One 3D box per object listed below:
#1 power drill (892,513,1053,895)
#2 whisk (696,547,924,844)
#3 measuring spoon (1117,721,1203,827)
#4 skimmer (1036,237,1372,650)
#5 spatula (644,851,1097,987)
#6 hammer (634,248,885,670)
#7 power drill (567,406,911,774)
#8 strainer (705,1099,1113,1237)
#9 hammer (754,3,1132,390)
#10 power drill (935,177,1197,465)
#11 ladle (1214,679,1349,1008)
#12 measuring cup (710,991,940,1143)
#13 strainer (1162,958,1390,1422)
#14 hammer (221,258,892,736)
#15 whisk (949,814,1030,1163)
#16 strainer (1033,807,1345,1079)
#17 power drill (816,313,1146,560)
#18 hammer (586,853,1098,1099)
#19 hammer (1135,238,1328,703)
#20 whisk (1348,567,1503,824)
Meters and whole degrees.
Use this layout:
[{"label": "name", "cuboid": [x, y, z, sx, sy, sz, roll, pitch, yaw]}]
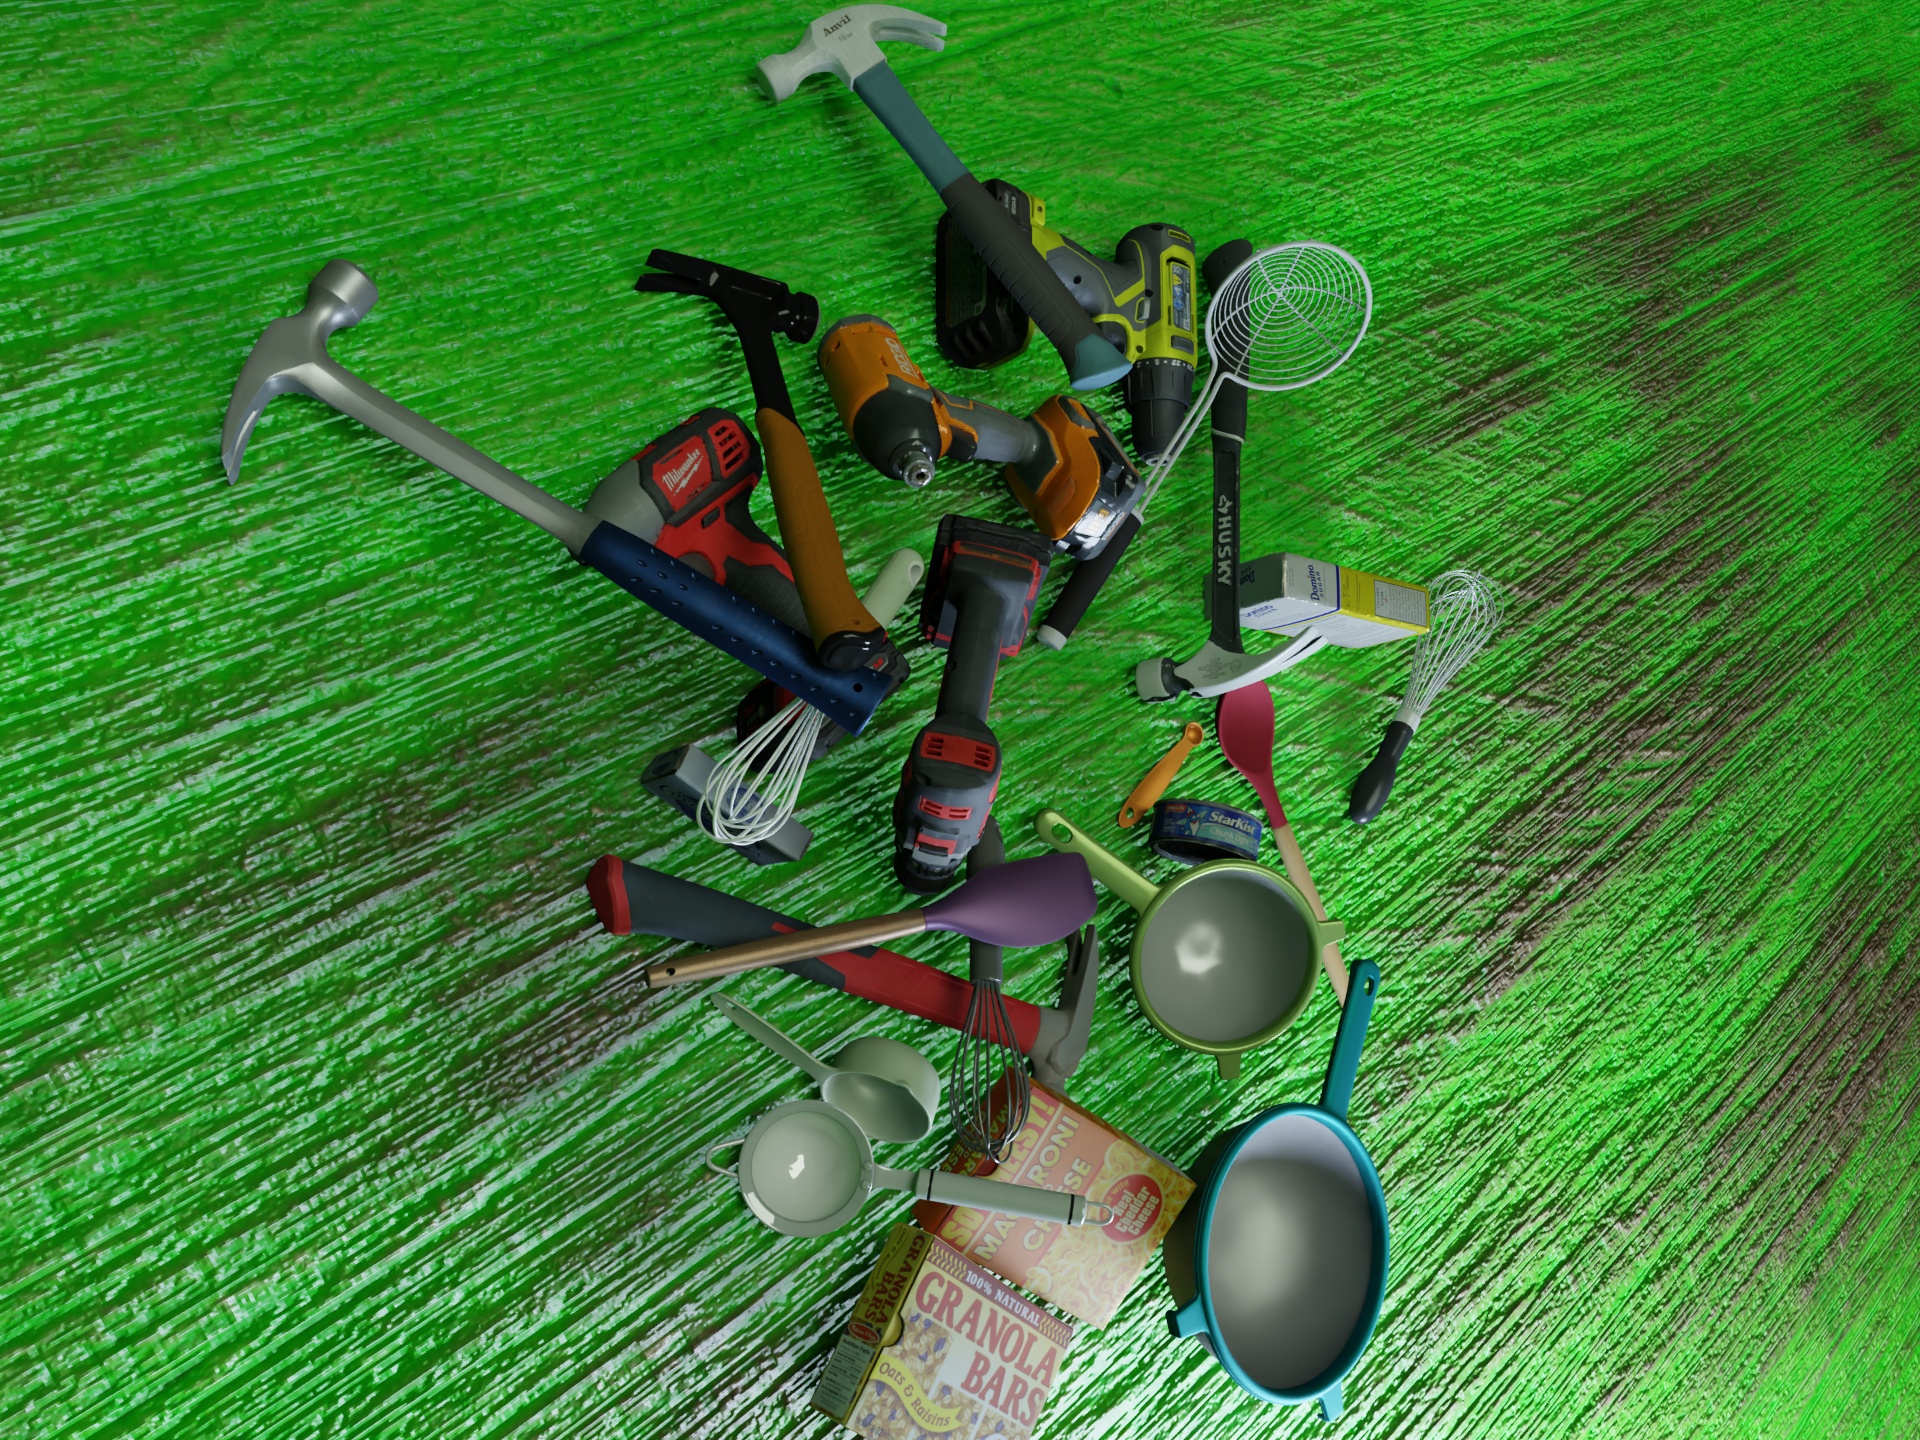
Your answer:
[{"label": "power drill", "cuboid": [-0.002, -0.003, 1.074, 0.080, 0.187, 0.227, 12, 59, -2]}, {"label": "whisk", "cuboid": [-0.086, -0.020, 0.981, 0.246, 0.059, 0.057, -58, 146, -32]}, {"label": "measuring spoon", "cuboid": [0.156, 0.043, 1.257, 0.117, 0.011, 0.021, -48, 110, -27]}, {"label": "skimmer", "cuboid": [0.179, -0.202, 1.203, 0.127, 0.090, 0.363, 39, 80, -35]}, {"label": "spatula", "cuboid": [-0.048, 0.135, 1.023, 0.315, 0.018, 0.060, -8, 75, -26]}, {"label": "hammer", "cuboid": [-0.114, -0.167, 0.986, 0.127, 0.034, 0.337, 8, 47, -34]}, {"label": "power drill", "cuboid": [-0.146, -0.080, 1.025, 0.143, 0.078, 0.219, -43, 104, -32]}, {"label": "strainer", "cuboid": [-0.031, 0.293, 1.009, 0.258, 0.050, 0.087, 9, 89, 2]}, {"label": "hammer", "cuboid": [0.004, -0.365, 1.119, 0.128, 0.033, 0.331, -37, 86, -9]}, {"label": "power drill", "cuboid": [0.094, -0.307, 1.230, 0.228, 0.080, 0.191, 7, 79, -37]}, {"label": "ladle", "cuboid": [0.275, 0.109, 1.318, 0.069, 0.031, 0.315, -28, 100, -32]}, {"label": "measuring cup", "cuboid": [-0.086, 0.212, 1.030, 0.167, 0.083, 0.038, 36, 45, -9]}, {"label": "strainer", "cuboid": [0.243, 0.338, 1.217, 0.210, 0.095, 0.340, 37, 61, -28]}, {"label": "hammer", "cuboid": [-0.226, -0.106, 0.918, 0.405, 0.035, 0.144, 31, 67, -5]}, {"label": "whisk", "cuboid": [0.020, 0.175, 1.065, 0.055, 0.055, 0.239, 17, 60, -32]}, {"label": "strainer", "cuboid": [0.153, 0.143, 1.208, 0.256, 0.069, 0.151, 37, 90, -10]}, {"label": "power drill", "cuboid": [0.016, -0.190, 1.113, 0.226, 0.084, 0.164, 16, 34, -33]}, {"label": "hammer", "cuboid": [-0.065, 0.151, 1.064, 0.386, 0.038, 0.143, 25, 67, -30]}, {"label": "hammer", "cuboid": [0.219, -0.214, 1.284, 0.036, 0.149, 0.409, 32, 56, -50]}, {"label": "whisk", "cuboid": [0.409, -0.025, 1.421, 0.070, 0.070, 0.285, 42, 66, -23]}]
